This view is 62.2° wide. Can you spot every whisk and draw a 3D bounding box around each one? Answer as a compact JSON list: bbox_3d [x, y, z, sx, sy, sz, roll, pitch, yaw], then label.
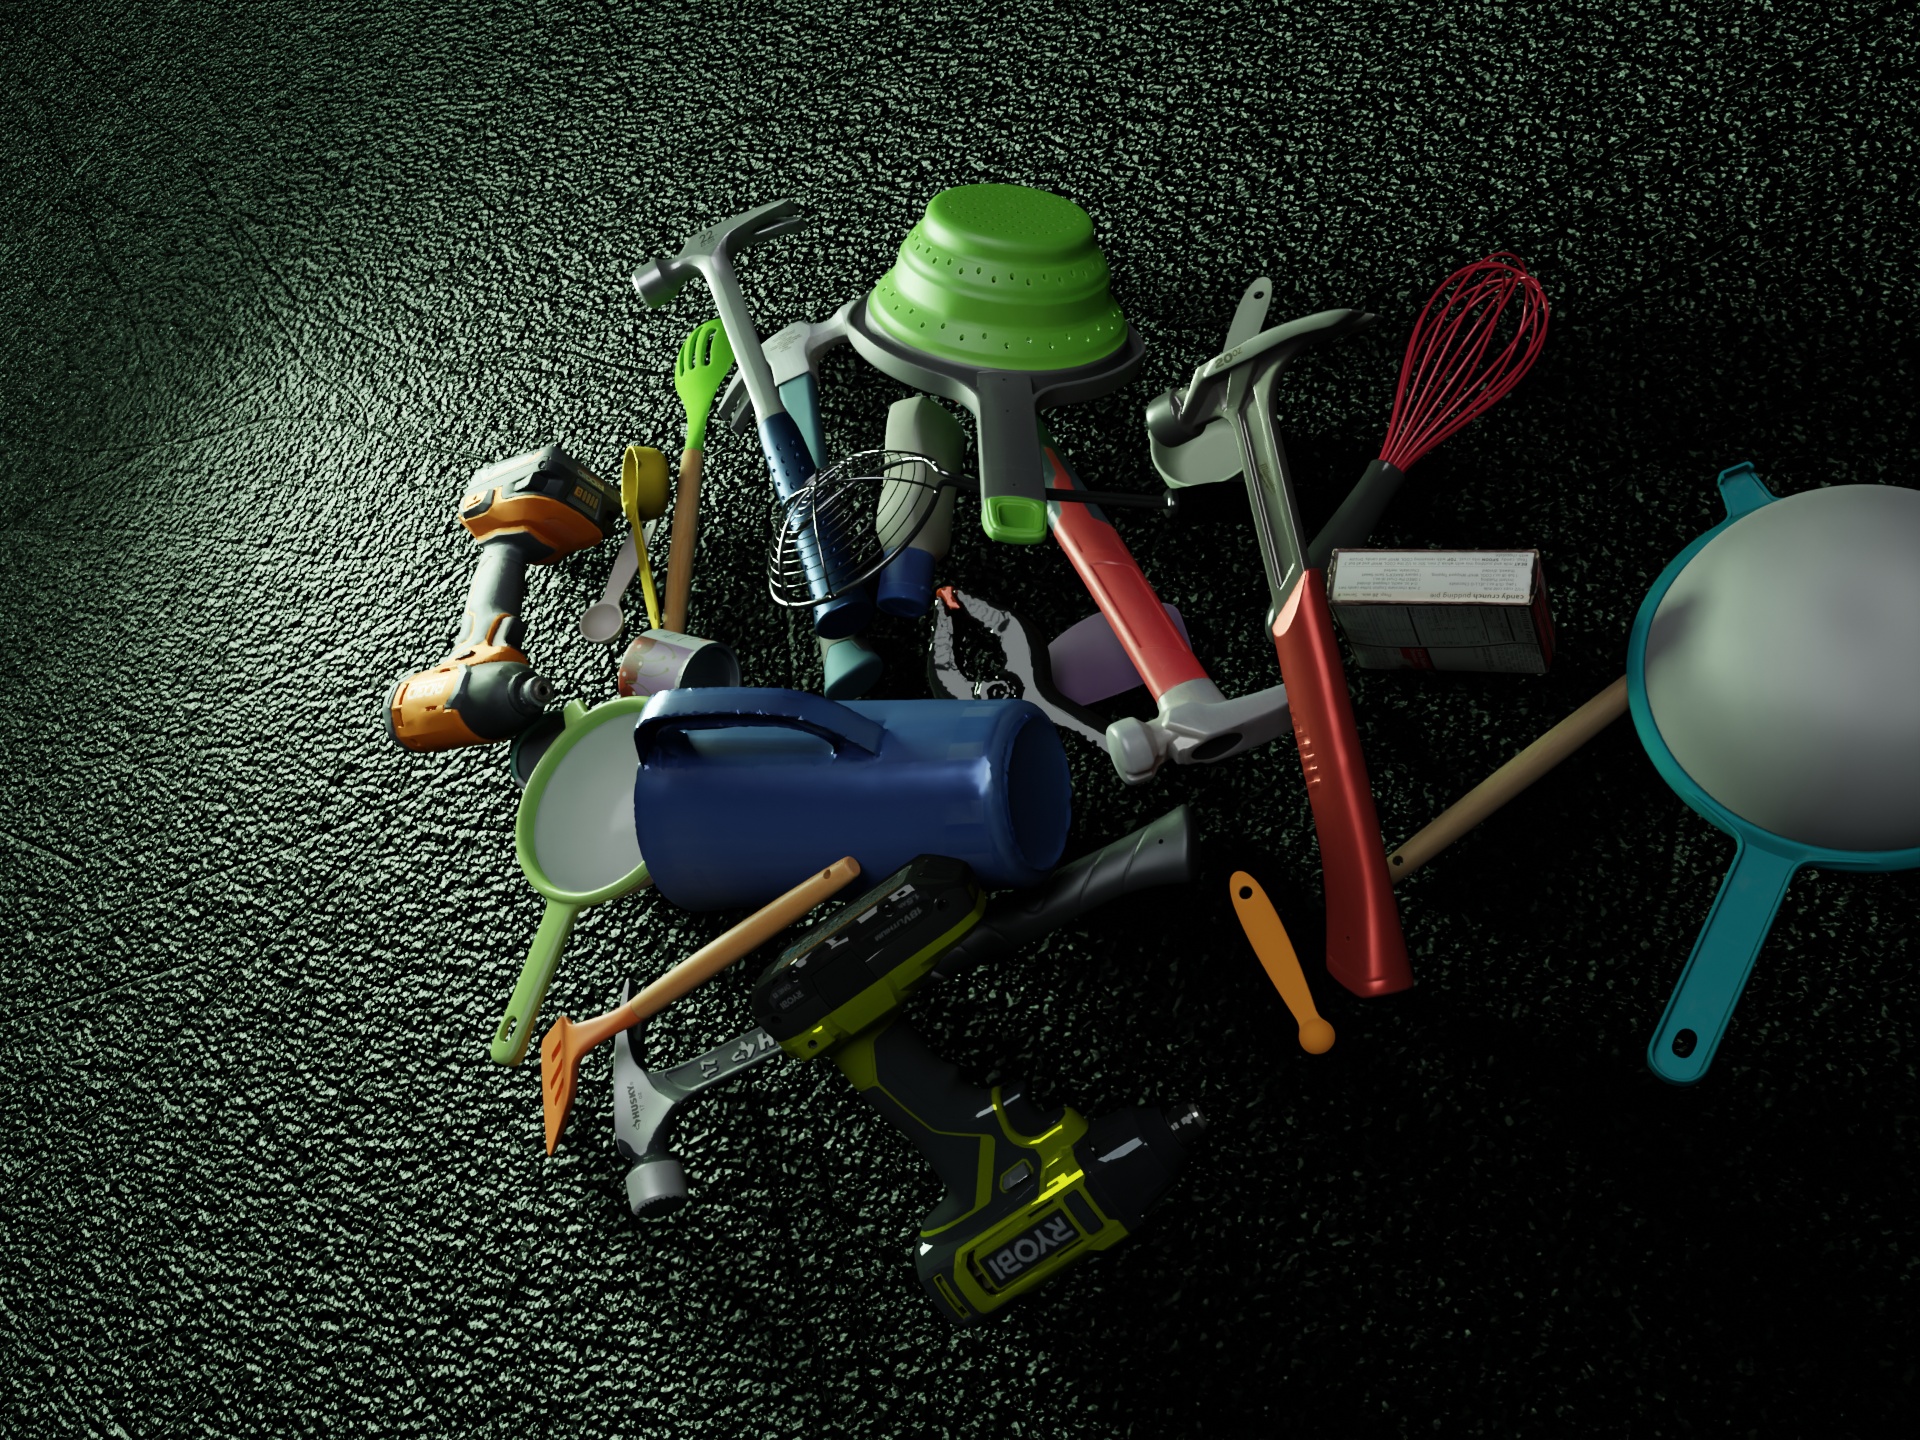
[{"bbox_3d":[0.266,-0.163,0.951,0.073,0.073,0.296,27,76,33],"label":"whisk"}]

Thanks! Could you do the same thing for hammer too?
[{"bbox_3d":[-0.102,-0.160,1.155,0.128,0.033,0.331,-21,59,14],"label":"hammer"},{"bbox_3d":[-0.039,0.154,0.969,0.409,0.036,0.149,-27,56,10],"label":"hammer"},{"bbox_3d":[-0.134,-0.229,1.162,0.144,0.035,0.406,-28,58,9],"label":"hammer"},{"bbox_3d":[0.197,-0.032,0.859,0.149,0.036,0.359,-19,80,48],"label":"hammer"},{"bbox_3d":[0.095,-0.127,1.032,0.143,0.038,0.387,-20,52,-8],"label":"hammer"}]

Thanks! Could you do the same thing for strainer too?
[{"bbox_3d":[-0.239,0.111,1.062,0.151,0.069,0.256,8,70,34],"label":"strainer"},{"bbox_3d":[0.414,0.016,0.773,0.211,0.095,0.340,24,77,27],"label":"strainer"}]

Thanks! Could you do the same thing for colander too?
[{"bbox_3d":[0.030,-0.245,0.992,0.204,0.094,0.398,4,37,-5],"label":"colander"}]

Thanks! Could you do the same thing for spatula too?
[{"bbox_3d":[-0.002,-0.003,1.038,0.316,0.018,0.060,-22,62,13],"label":"spatula"},{"bbox_3d":[-0.171,0.165,0.962,0.322,0.041,0.081,-35,51,27],"label":"spatula"}]

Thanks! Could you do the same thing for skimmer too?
[{"bbox_3d":[0.065,-0.112,0.979,0.363,0.090,0.127,2,36,-6],"label":"skimmer"}]

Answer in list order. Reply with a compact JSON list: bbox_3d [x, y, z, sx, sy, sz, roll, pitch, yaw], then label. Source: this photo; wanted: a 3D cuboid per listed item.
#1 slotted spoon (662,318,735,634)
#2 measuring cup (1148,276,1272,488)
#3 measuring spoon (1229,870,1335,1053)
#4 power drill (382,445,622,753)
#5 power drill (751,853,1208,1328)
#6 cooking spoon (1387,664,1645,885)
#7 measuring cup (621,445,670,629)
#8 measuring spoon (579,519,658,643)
[{"bbox_3d":[-0.206,-0.184,1.221,0.070,0.031,0.314,-15,61,33],"label":"slotted spoon"},{"bbox_3d":[0.180,-0.215,1.046,0.083,0.038,0.168,10,69,29],"label":"measuring cup"},{"bbox_3d":[0.177,0.132,0.889,0.021,0.011,0.117,-29,57,10],"label":"measuring spoon"},{"bbox_3d":[-0.330,-0.086,1.178,0.164,0.084,0.227,-6,61,40],"label":"power drill"},{"bbox_3d":[0.009,0.189,0.846,0.171,0.080,0.223,-35,94,8],"label":"power drill"},{"bbox_3d":[0.357,-0.010,0.870,0.319,0.017,0.069,-38,61,3],"label":"cooking spoon"},{"bbox_3d":[-0.229,-0.135,1.196,0.029,0.062,0.157,-4,67,-25],"label":"measuring cup"},{"bbox_3d":[-0.255,-0.109,1.217,0.034,0.018,0.124,10,63,16],"label":"measuring spoon"}]
